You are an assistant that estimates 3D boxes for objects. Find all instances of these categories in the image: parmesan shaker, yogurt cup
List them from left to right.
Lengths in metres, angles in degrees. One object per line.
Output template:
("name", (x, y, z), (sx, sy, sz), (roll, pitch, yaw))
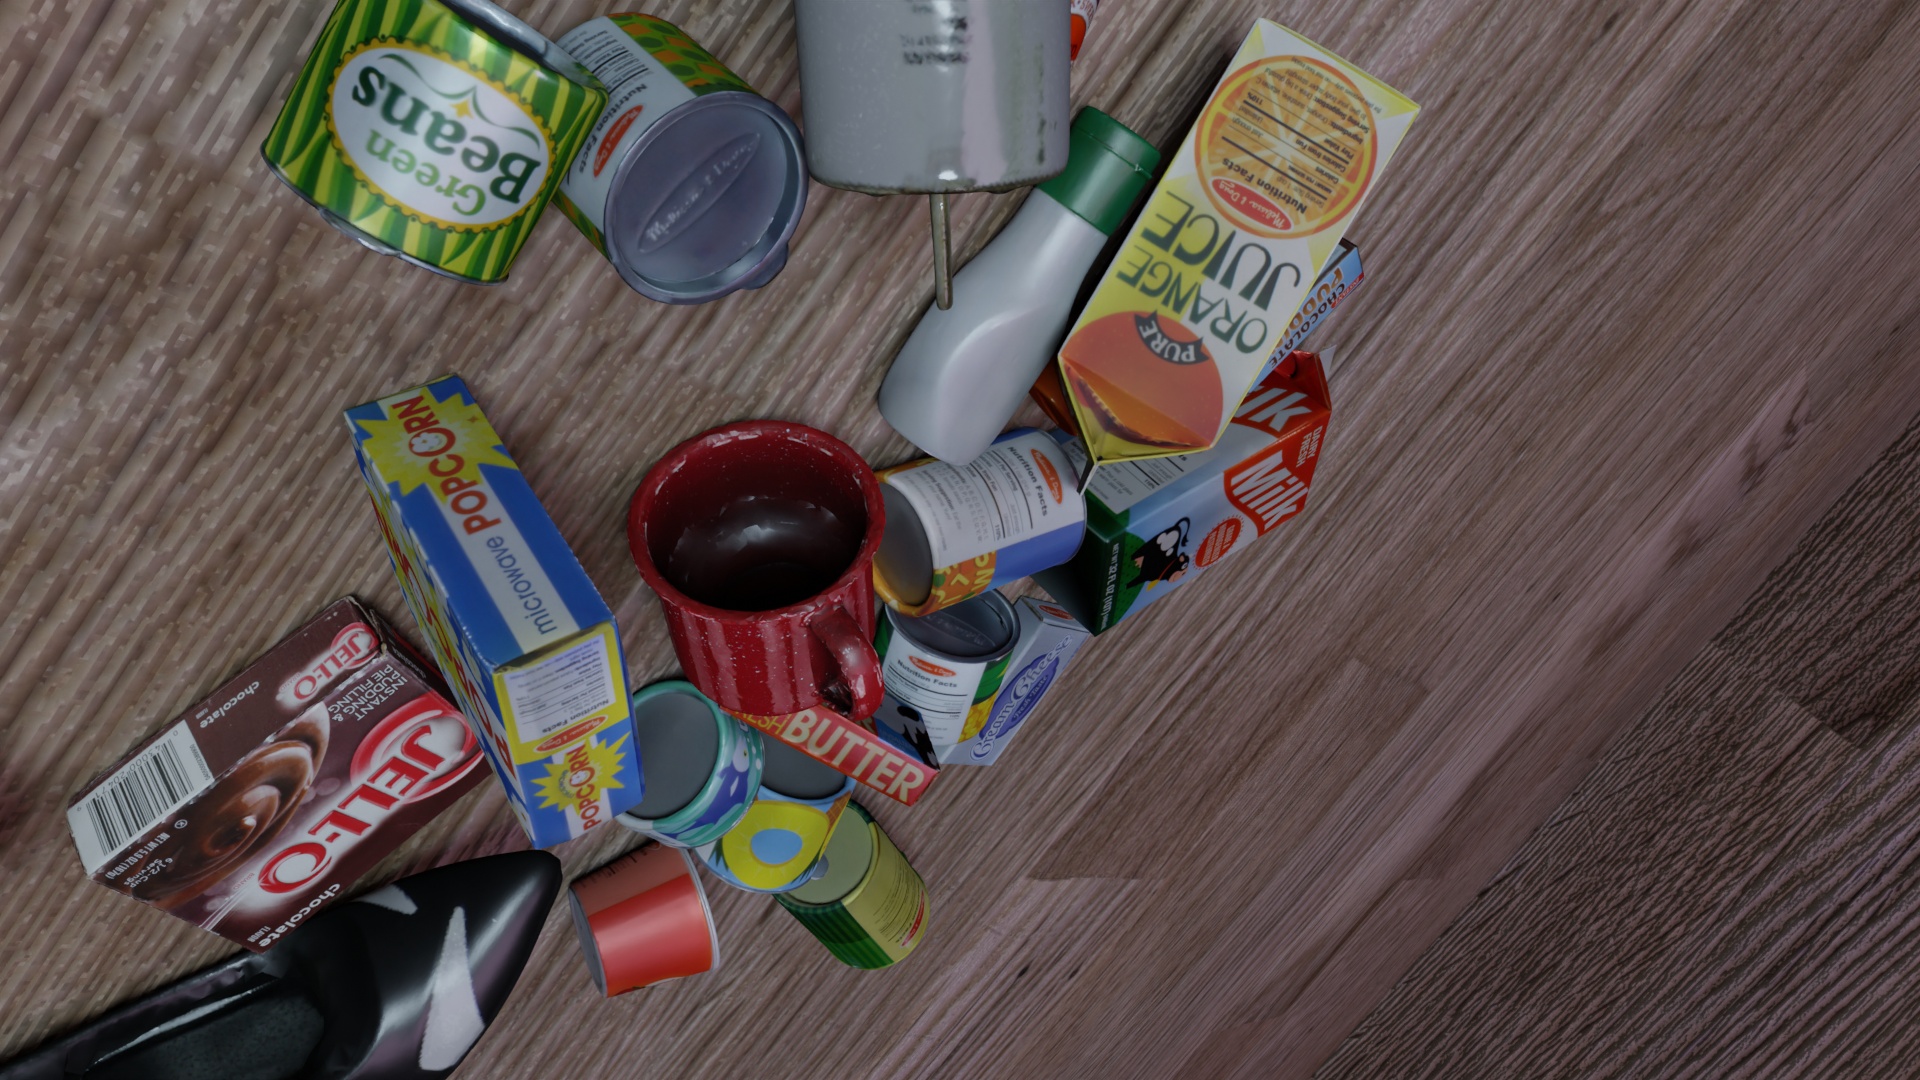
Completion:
("yogurt cup", (-0.150, 0.179, 0.653), (0.054, 0.072, 0.072), (-16, 138, -25))
("parmesan shaker", (-0.061, 0.185, 0.759), (0.071, 0.071, 0.102), (-38, 146, -11))

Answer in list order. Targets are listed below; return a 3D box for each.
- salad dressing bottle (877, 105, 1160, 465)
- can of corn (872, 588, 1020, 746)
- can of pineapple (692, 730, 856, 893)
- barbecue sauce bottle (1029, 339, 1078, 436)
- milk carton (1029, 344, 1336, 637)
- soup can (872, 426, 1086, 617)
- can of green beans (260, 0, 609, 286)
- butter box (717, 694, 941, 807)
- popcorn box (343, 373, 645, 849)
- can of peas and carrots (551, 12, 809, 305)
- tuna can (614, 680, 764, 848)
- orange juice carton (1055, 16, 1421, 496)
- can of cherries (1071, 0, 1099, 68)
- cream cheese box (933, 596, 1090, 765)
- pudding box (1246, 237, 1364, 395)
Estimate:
("salad dressing bottle", (0.024, -0.101, 0.558), (0.147, 0.044, 0.064), (-55, 150, 13))
("can of corn", (-0.009, 0.055, 0.673), (0.071, 0.071, 0.058), (-16, 138, -38))
("can of pineapple", (-0.087, 0.123, 0.656), (0.071, 0.071, 0.057), (-5, 130, -45))
("barbecue sauce bottle", (0.095, -0.109, 0.628), (0.148, 0.044, 0.064), (-42, 145, -4))
("milk carton", (0.119, -0.037, 0.705), (0.191, 0.073, 0.072), (-29, 144, -25))
("soup can", (0.002, -0.008, 0.616), (0.084, 0.071, 0.071), (-19, 139, -34))
("can of green beans", (-0.132, -0.107, 0.354), (0.071, 0.071, 0.057), (16, 114, -54))
("butter box", (-0.059, 0.074, 0.606), (0.103, 0.053, 0.024), (32, 102, -23))
("popcorn box", (-0.143, 0.020, 0.427), (0.038, 0.127, 0.084), (-24, 141, -25))
("can of peas and carrots", (-0.086, -0.111, 0.409), (0.071, 0.059, 0.070), (-30, 145, -23))
("tuna can", (-0.118, 0.093, 0.590), (0.071, 0.071, 0.032), (-44, 147, -2))
("orange juice carton", (0.096, -0.101, 0.562), (0.192, 0.073, 0.072), (-60, 180, 5))
("can of cherries", (0.009, -0.166, 0.443), (0.072, 0.071, 0.058), (-7, 132, -44))
("cream cheese box", (0.025, 0.081, 0.775), (0.053, 0.024, 0.103), (17, 113, -54))
("pudding box", (0.147, -0.117, 0.671), (0.084, 0.050, 0.030), (-45, 146, -3))
